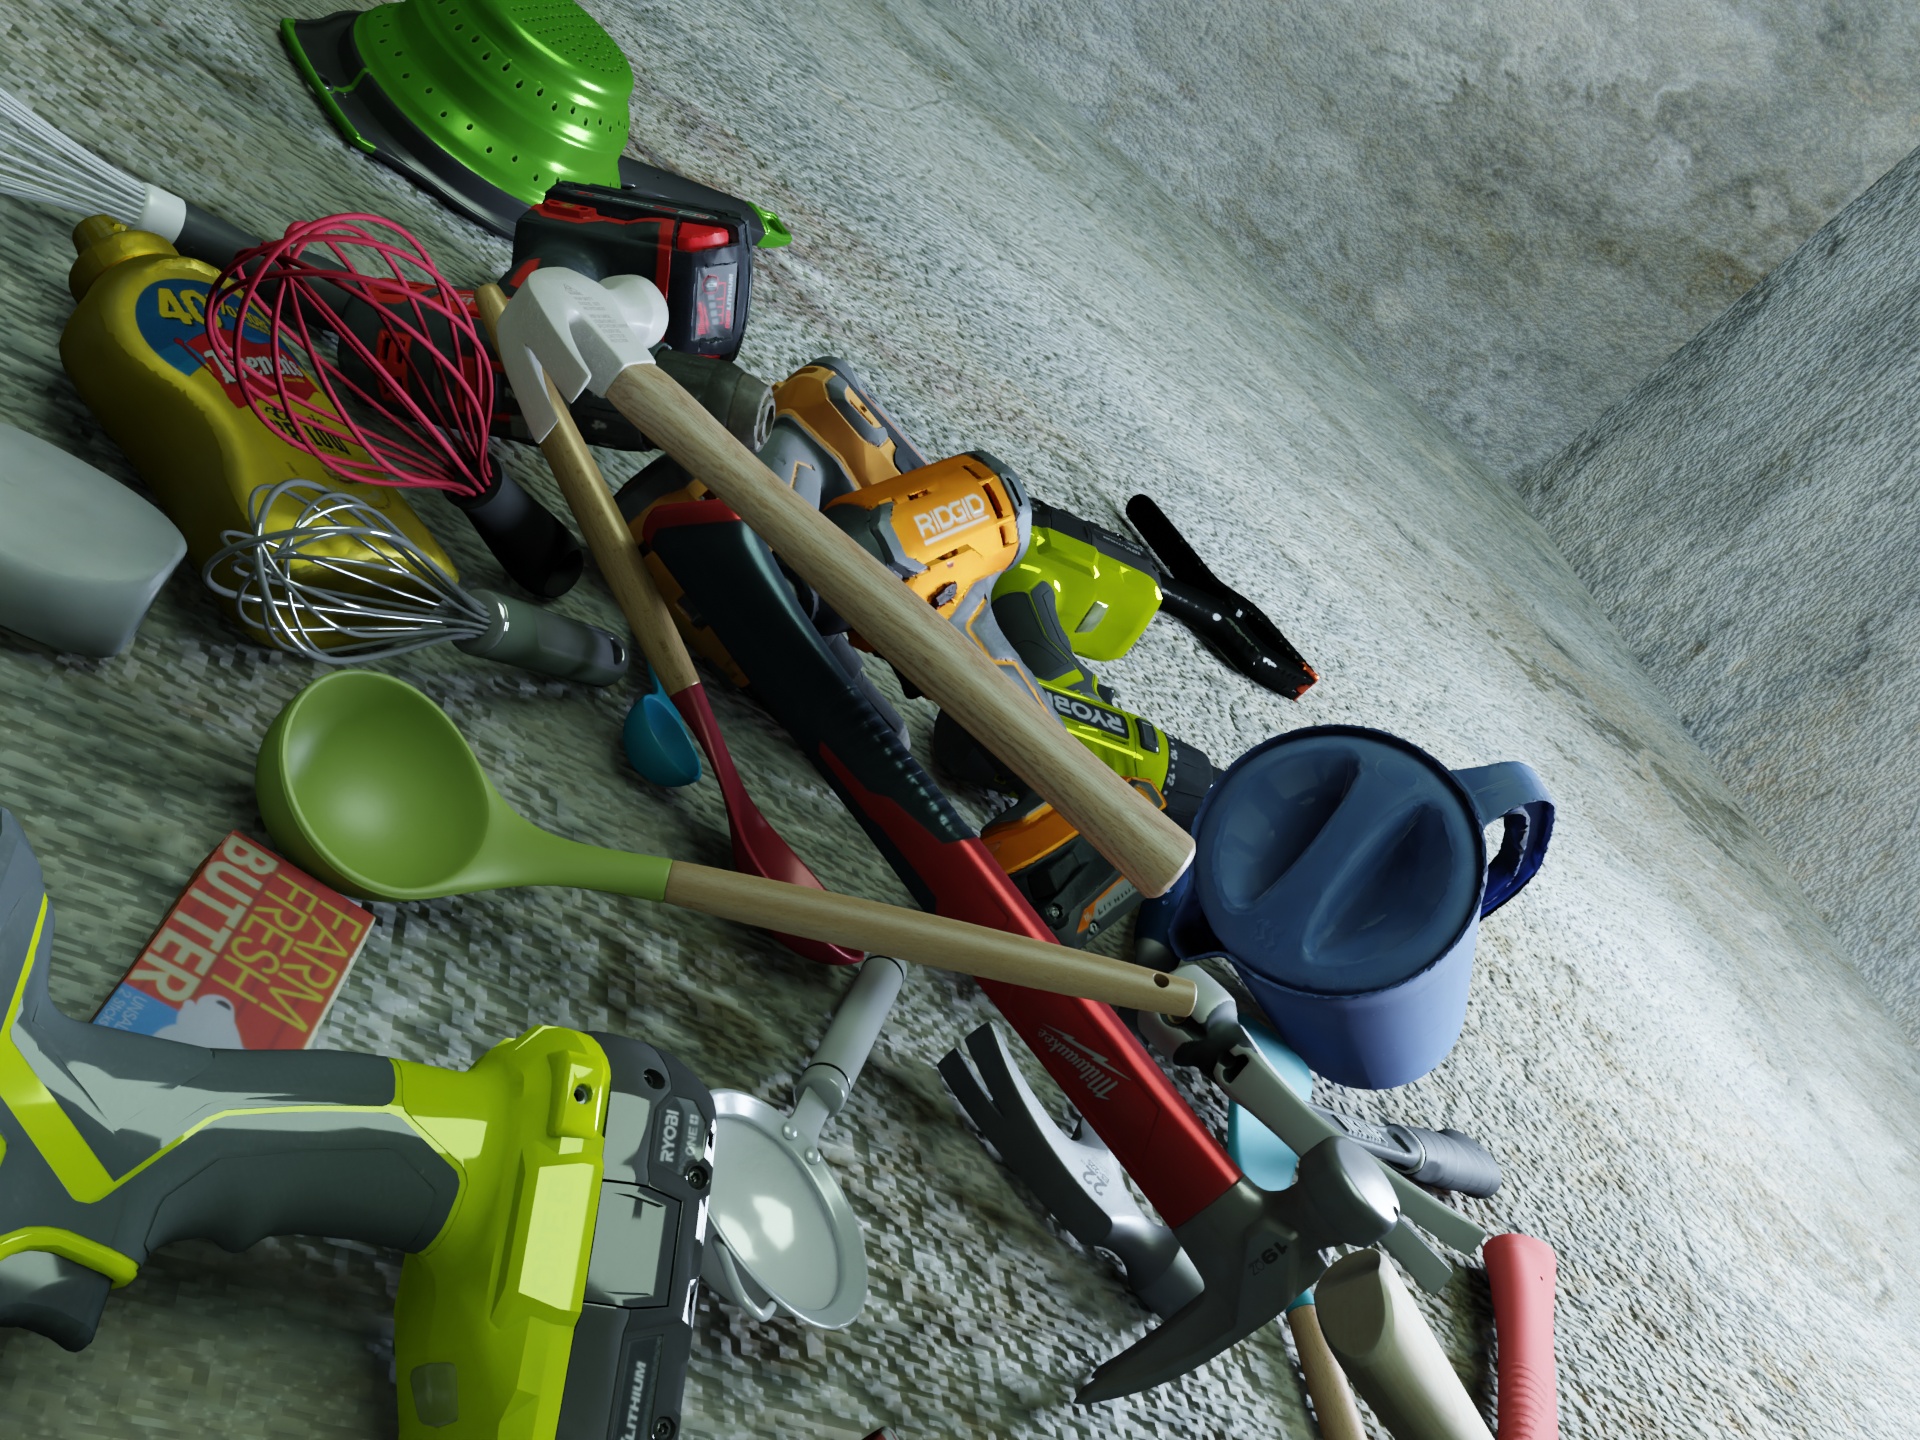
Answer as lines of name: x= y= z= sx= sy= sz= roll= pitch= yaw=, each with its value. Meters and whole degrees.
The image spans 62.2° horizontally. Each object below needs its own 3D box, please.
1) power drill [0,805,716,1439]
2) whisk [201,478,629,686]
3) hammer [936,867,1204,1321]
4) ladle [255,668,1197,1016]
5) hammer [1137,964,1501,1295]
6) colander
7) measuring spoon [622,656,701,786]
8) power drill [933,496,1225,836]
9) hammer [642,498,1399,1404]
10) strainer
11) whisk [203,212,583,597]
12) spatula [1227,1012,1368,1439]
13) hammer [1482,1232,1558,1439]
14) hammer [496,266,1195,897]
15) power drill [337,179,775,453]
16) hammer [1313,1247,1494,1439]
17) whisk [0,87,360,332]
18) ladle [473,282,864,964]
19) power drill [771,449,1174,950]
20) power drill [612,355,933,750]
power drill: x=-0.175 y=0.125 z=0.359 sx=0.223 sy=0.080 sz=0.171 roll=24 pitch=55 yaw=-33
whisk: x=-0.177 y=-0.037 z=0.571 sx=0.246 sy=0.059 sz=0.058 roll=23 pitch=50 yaw=-76
hammer: x=0.096 y=0.123 z=0.826 sx=0.144 sy=0.035 sz=0.406 roll=44 pitch=26 yaw=-4
ladle: x=-0.070 y=0.052 z=0.531 sx=0.320 sy=0.062 sz=0.078 roll=14 pitch=45 yaw=-7
hammer: x=0.213 y=0.207 z=0.764 sx=0.149 sy=0.036 sz=0.408 roll=42 pitch=5 yaw=32
colander: x=-0.217 y=-0.379 z=1.003 sx=0.205 sy=0.094 sz=0.397 roll=55 pitch=28 yaw=18
measuring spoon: x=-0.138 y=-0.013 z=0.699 sx=0.042 sy=0.021 sz=0.129 roll=53 pitch=8 yaw=-37
power drill: x=0.076 y=-0.025 z=0.929 sx=0.190 sy=0.080 sz=0.229 roll=20 pitch=35 yaw=-20
hammer: x=-0.012 y=0.073 z=0.620 sx=0.386 sy=0.143 sz=0.038 roll=51 pitch=20 yaw=12
strainer: x=-0.053 y=0.141 z=0.578 sx=0.087 sy=0.050 sz=0.258 roll=51 pitch=20 yaw=-7
whisk: x=-0.179 y=-0.093 z=0.566 sx=0.073 sy=0.073 sz=0.295 roll=51 pitch=-7 yaw=10
spatula: x=0.168 y=0.281 z=0.701 sx=0.082 sy=0.044 sz=0.318 roll=41 pitch=25 yaw=-40
hammer: x=0.267 y=0.360 z=0.732 sx=0.149 sy=0.036 sz=0.359 roll=57 pitch=24 yaw=-3
hammer: x=-0.041 y=-0.052 z=0.600 sx=0.331 sy=0.031 sz=0.130 roll=42 pitch=22 yaw=1
power drill: x=-0.162 y=-0.187 z=0.762 sx=0.188 sy=0.080 sz=0.227 roll=12 pitch=30 yaw=3
hammer: x=0.257 y=0.381 z=0.603 sx=0.410 sy=0.038 sz=0.146 roll=59 pitch=23 yaw=2
whisk: x=-0.350 y=-0.213 z=0.627 sx=0.284 sy=0.070 sz=0.070 roll=20 pitch=36 yaw=-51
ladle: x=-0.124 y=-0.036 z=0.651 sx=0.315 sy=0.031 sz=0.069 roll=63 pitch=4 yaw=-1
power drill: x=-0.001 y=-0.002 z=0.729 sx=0.164 sy=0.084 sz=0.226 roll=-28 pitch=94 yaw=-45
power drill: x=-0.072 y=-0.080 z=0.819 sx=0.185 sy=0.084 sz=0.226 roll=49 pitch=30 yaw=-12
